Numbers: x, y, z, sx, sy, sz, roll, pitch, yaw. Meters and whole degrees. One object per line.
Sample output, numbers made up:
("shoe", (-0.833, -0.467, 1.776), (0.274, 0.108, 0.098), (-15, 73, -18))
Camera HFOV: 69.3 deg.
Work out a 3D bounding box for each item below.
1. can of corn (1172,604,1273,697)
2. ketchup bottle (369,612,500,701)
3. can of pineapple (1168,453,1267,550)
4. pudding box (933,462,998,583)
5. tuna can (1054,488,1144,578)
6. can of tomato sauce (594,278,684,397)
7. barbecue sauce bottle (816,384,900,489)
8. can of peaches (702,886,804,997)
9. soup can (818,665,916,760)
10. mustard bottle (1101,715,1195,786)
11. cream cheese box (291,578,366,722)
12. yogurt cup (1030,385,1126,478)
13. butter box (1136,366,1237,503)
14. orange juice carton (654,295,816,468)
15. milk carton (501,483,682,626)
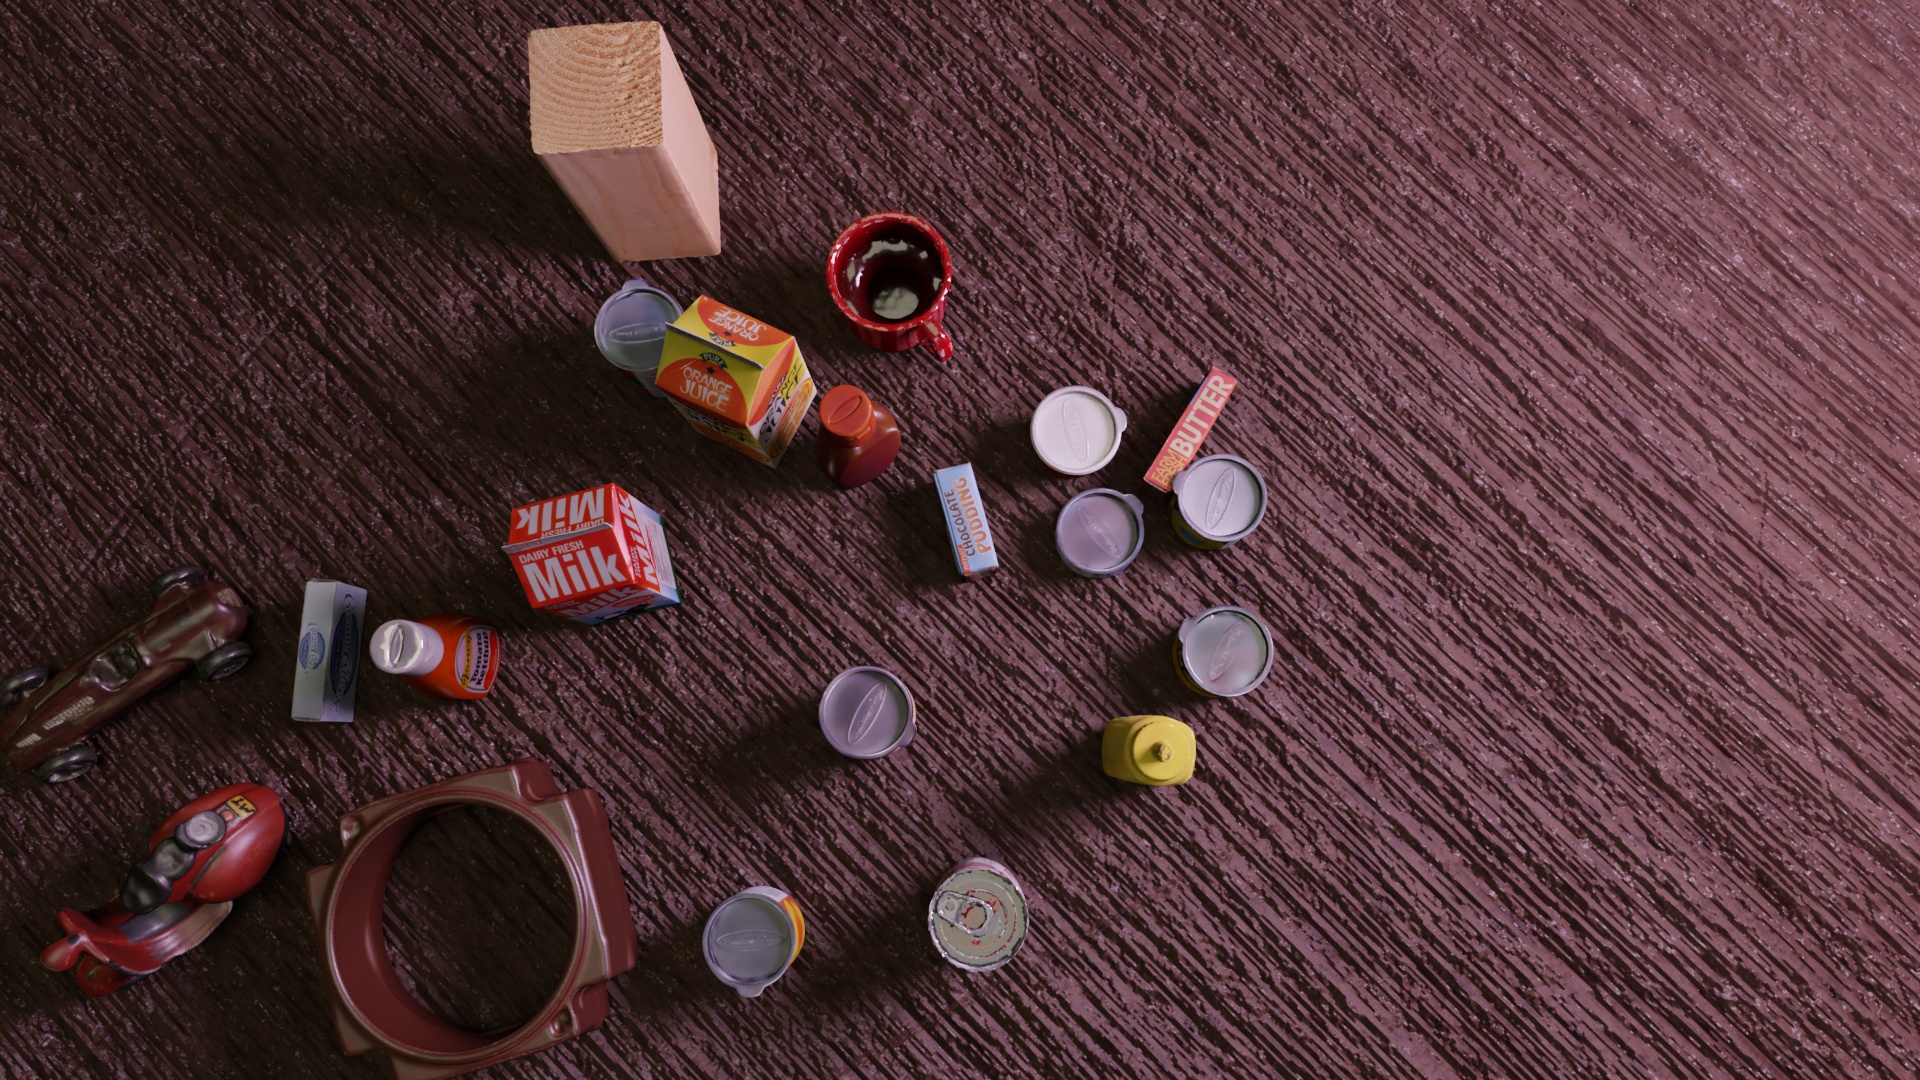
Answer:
("can of corn", (0.191, 0.082, 1.030), (0.071, 0.058, 0.071), (0, 81, 0))
("ketchup bottle", (-0.372, 0.081, 0.987), (0.043, 0.148, 0.065), (4, 82, 1))
("can of pineapple", (0.191, -0.029, 1.048), (0.071, 0.058, 0.071), (0, 81, 0))
("pudding box", (0.004, -0.013, 1.050), (0.030, 0.049, 0.084), (-15, 82, -2))
("tuna can", (0.107, -0.007, 1.057), (0.071, 0.033, 0.071), (0, 81, 0))
("can of tomato sauce", (-0.235, -0.152, 1.056), (0.071, 0.083, 0.071), (0, 82, 0))
("barbecue sauce bottle", (-0.077, -0.077, 1.011), (0.065, 0.148, 0.044), (-39, 83, -5))
("can of peaches", (-0.148, 0.287, 1.000), (0.071, 0.058, 0.071), (0, 81, 0))
("soup can", (-0.064, 0.128, 1.011), (0.071, 0.083, 0.071), (0, 82, 0))
("mustard bottle", (0.135, 0.146, 0.969), (0.065, 0.160, 0.049), (4, 82, 1))
("cream cheese box", (-0.470, 0.083, 1.036), (0.024, 0.053, 0.104), (2, 81, 1))
("yogurt cup", (0.086, -0.079, 1.058), (0.072, 0.054, 0.072), (0, 81, 0))
("butter box", (0.172, -0.079, 1.058), (0.024, 0.053, 0.103), (31, 83, 5))
("orange juice carton", (-0.160, -0.114, 0.995), (0.072, 0.192, 0.073), (25, 83, 4))
("milk carton", (-0.257, 0.011, 0.977), (0.072, 0.190, 0.073), (-14, 82, -2))
